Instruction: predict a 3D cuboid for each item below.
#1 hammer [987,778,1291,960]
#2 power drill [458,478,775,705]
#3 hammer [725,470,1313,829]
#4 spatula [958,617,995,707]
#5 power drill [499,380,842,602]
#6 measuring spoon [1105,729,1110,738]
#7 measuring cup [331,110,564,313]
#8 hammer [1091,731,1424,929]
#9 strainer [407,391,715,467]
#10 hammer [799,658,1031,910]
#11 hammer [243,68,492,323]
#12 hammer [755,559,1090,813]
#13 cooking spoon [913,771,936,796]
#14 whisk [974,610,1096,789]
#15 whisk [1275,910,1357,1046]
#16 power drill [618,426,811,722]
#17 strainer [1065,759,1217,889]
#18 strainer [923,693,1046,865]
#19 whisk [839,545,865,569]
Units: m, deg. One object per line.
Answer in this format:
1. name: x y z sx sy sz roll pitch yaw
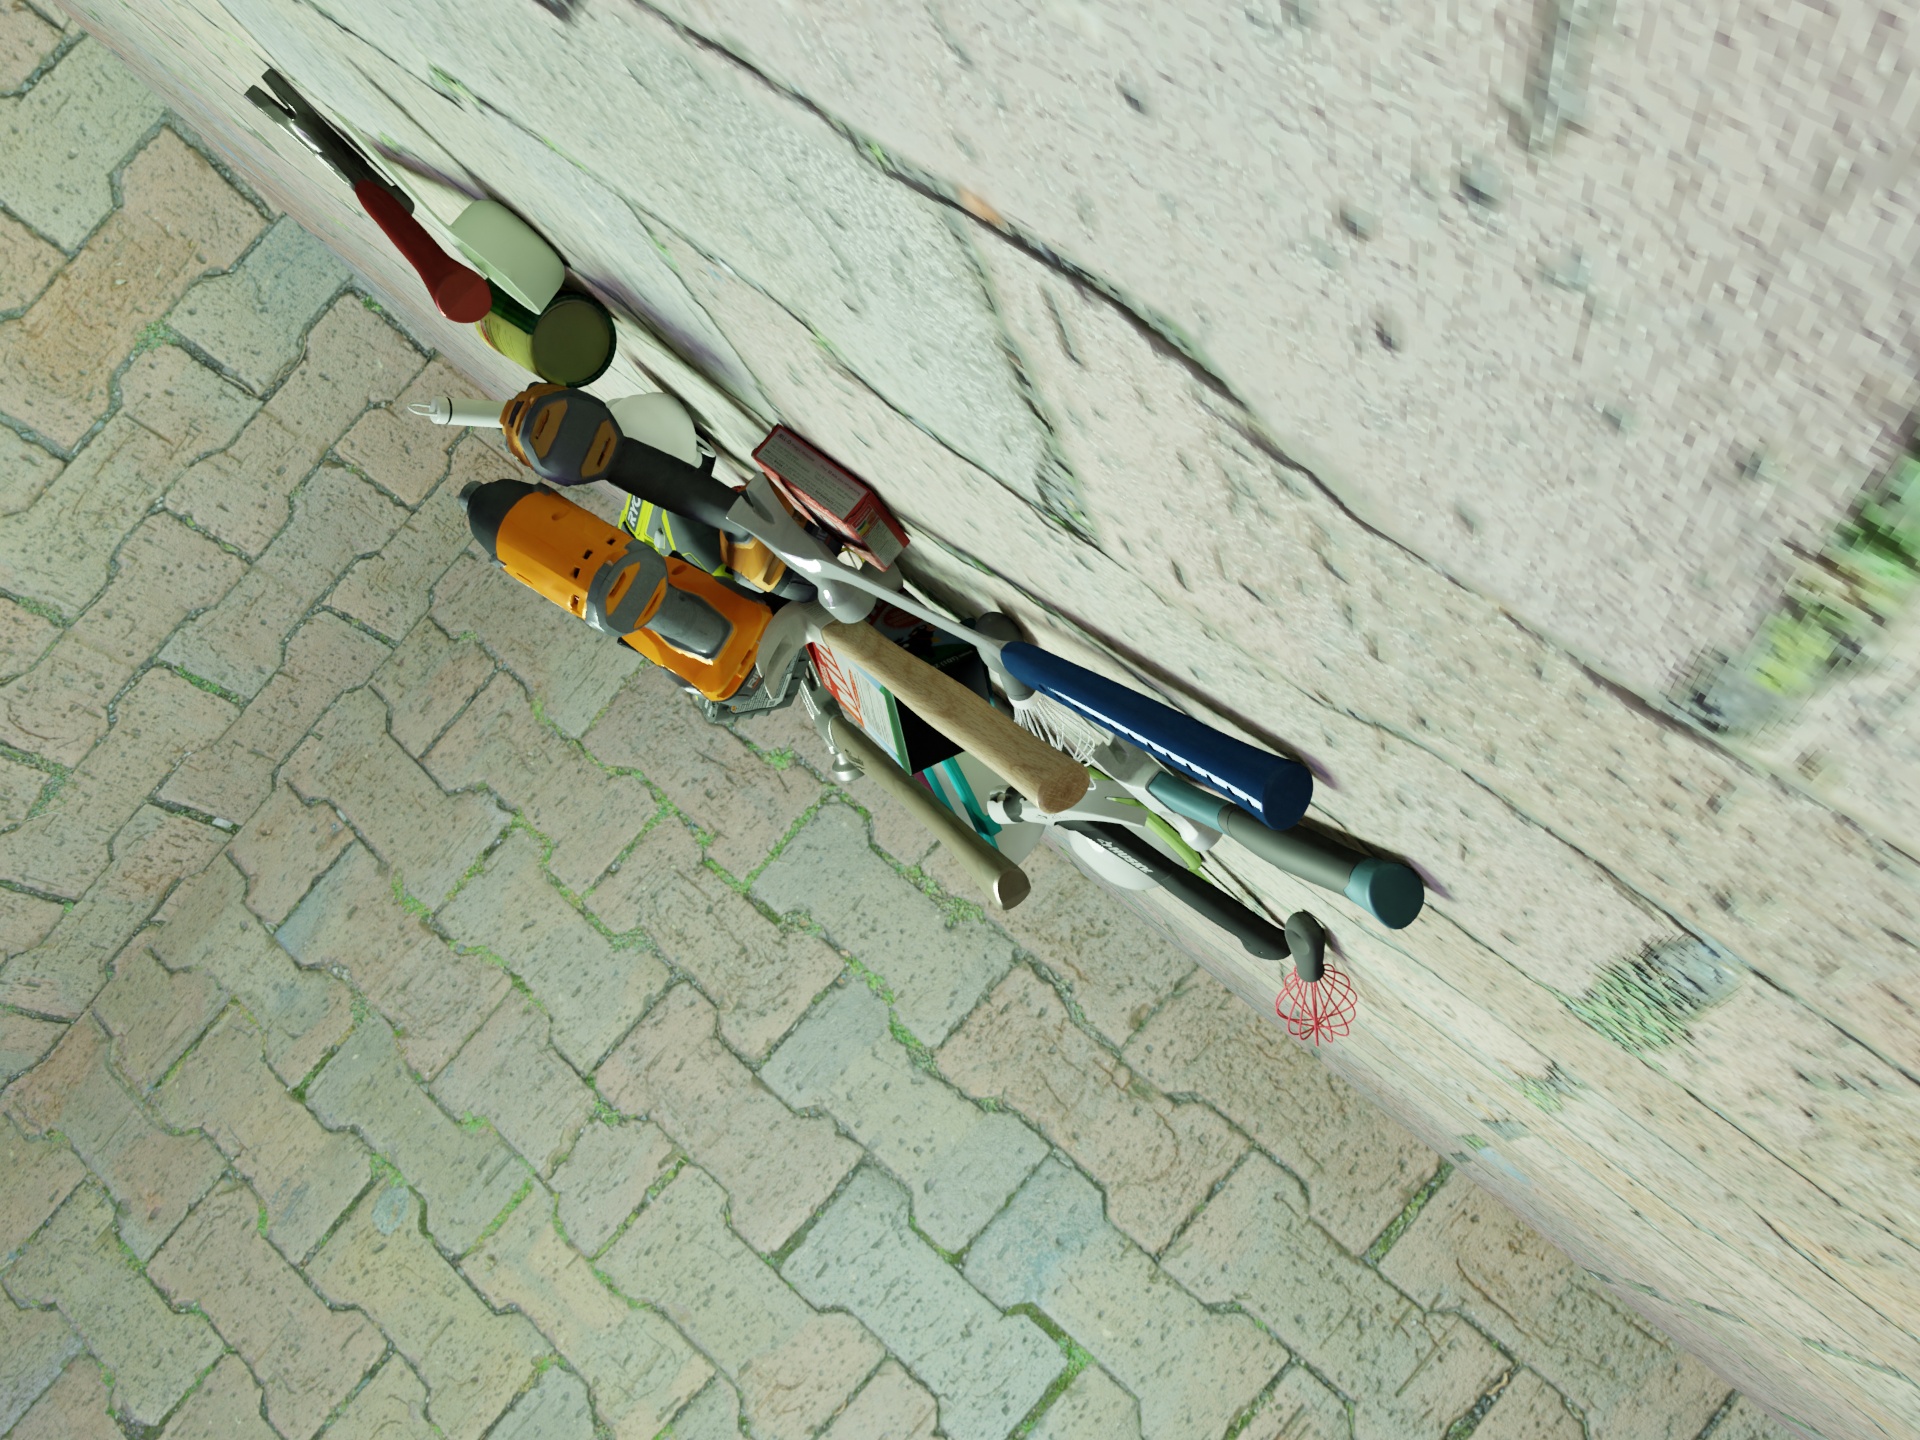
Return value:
1. hammer: 0.182 0.131 1.341 0.146 0.035 0.334 -6 149 46
2. power drill: -0.233 -0.094 1.087 0.164 0.084 0.226 30 179 25
3. hammer: 0.019 -0.040 0.883 0.406 0.035 0.143 29 172 41
4. spatula: -0.009 -0.048 1.276 0.317 0.044 0.082 -113 11 -82
5. power drill: -0.206 -0.165 1.094 0.226 0.084 0.185 23 -177 -26
6. measuring spoon: 0.127 0.029 1.124 0.034 0.018 0.124 36 168 38
7. measuring cup: -0.319 -0.329 1.005 0.167 0.038 0.083 44 174 -33
8. hammer: 0.171 0.064 0.943 0.128 0.033 0.331 39 176 -18
9. strainer: -0.285 -0.225 1.185 0.258 0.050 0.087 -5 -130 -41
10. hammer: -0.051 0.056 1.437 0.411 0.038 0.146 37 154 57
11. hammer: -0.425 -0.377 1.170 0.149 0.037 0.359 43 -178 -45
12. hammer: -0.027 -0.020 0.997 0.332 0.130 0.031 36 153 52
13. cooking spoon: -0.070 -0.011 1.473 0.069 0.017 0.318 33 150 62
14. whisk: 0.051 -0.008 1.111 0.070 0.070 0.284 37 171 24
15. whisk: 0.299 0.217 1.348 0.073 0.073 0.295 37 169 27
16. power drill: -0.210 -0.110 1.300 0.080 0.171 0.223 -12 -128 -36
17. strainer: 0.176 0.139 1.463 0.256 0.069 0.152 43 175 -25
18. strainer: -0.006 -0.006 1.494 0.341 0.095 0.210 60 172 25
19. whisk: -0.075 -0.100 1.324 0.051 0.047 0.244 50 -175 21
